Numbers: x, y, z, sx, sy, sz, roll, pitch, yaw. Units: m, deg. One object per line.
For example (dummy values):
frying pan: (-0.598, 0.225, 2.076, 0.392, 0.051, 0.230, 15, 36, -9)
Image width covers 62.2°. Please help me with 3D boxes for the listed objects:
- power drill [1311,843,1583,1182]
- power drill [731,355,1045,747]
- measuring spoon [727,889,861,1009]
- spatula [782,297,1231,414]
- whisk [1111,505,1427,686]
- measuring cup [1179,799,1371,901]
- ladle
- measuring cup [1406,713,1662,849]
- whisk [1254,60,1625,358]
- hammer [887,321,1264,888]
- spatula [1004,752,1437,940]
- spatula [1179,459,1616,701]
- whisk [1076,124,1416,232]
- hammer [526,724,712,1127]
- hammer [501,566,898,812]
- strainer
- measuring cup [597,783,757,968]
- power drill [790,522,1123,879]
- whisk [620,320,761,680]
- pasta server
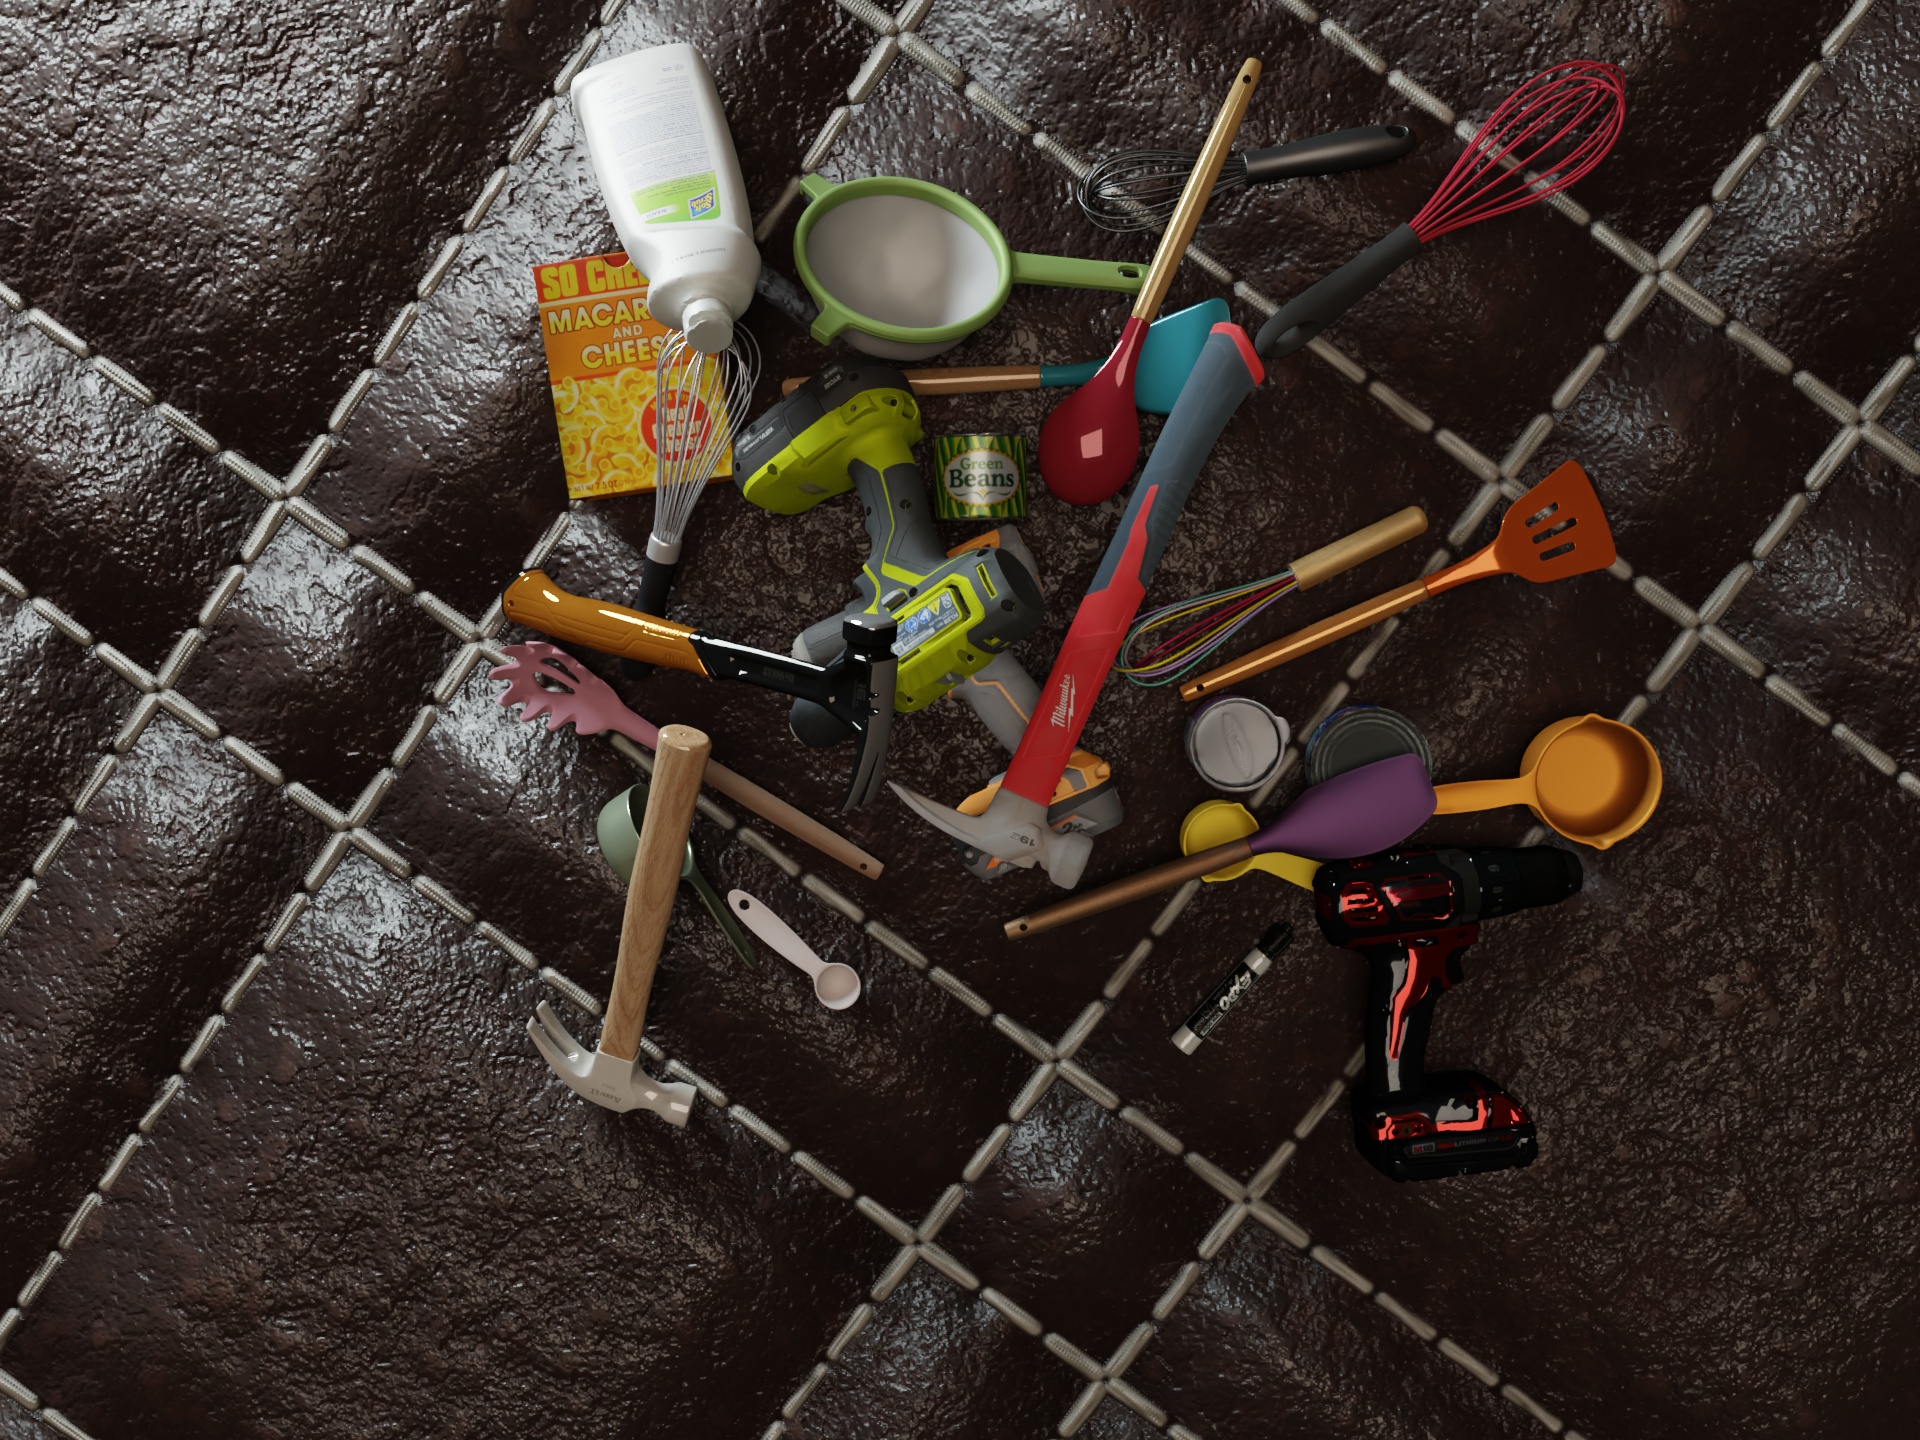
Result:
power drill: (0.354, 0.197, 1.127, 0.188, 0.080, 0.226, -7, 92, -3)
power drill: (-0.067, -0.109, 1.072, 0.190, 0.080, 0.229, -33, 69, 22)
measuring spoon: (-0.124, 0.167, 1.183, 0.124, 0.018, 0.034, 40, 96, 6)
spatula: (0.030, -0.244, 1.120, 0.317, 0.044, 0.082, -2, 97, 4)
whisk: (0.218, -0.089, 1.126, 0.245, 0.047, 0.051, -26, 92, 2)
measuring cup: (0.231, 0.101, 1.156, 0.156, 0.029, 0.062, 20, 99, -11)
ladle: (0.134, -0.294, 1.076, 0.069, 0.031, 0.315, 24, 98, 3)
measuring cup: (0.399, 0.045, 1.125, 0.173, 0.052, 0.095, -7, 95, 5)
whisk: (0.327, -0.343, 1.089, 0.296, 0.073, 0.073, -36, 93, 11)
hammer: (0.090, -0.091, 1.065, 0.143, 0.038, 0.386, 24, 89, 7)
spatula: (0.180, 0.100, 1.122, 0.316, 0.018, 0.060, -20, 87, 7)
spatula: (0.307, -0.084, 1.132, 0.322, 0.041, 0.081, -24, 94, 9)
whisk: (0.198, -0.379, 1.098, 0.239, 0.055, 0.055, -11, 95, 0)
hammer: (-0.224, 0.146, 1.114, 0.130, 0.031, 0.331, 17, 119, 0)
hammer: (-0.188, -0.041, 1.079, 0.337, 0.034, 0.127, 17, 109, 30)
strainer: (0.008, -0.299, 1.109, 0.256, 0.069, 0.152, 1, 60, -13)
measuring cup: (-0.207, 0.123, 1.161, 0.038, 0.083, 0.167, -27, 109, 14)
power drill: (-0.002, -0.004, 1.128, 0.185, 0.084, 0.226, -23, 90, 6)
whisk: (-0.198, -0.148, 1.099, 0.070, 0.070, 0.284, 20, 118, 1)
pasta server: (-0.195, 0.034, 1.160, 0.316, 0.040, 0.060, 31, 108, -1)
